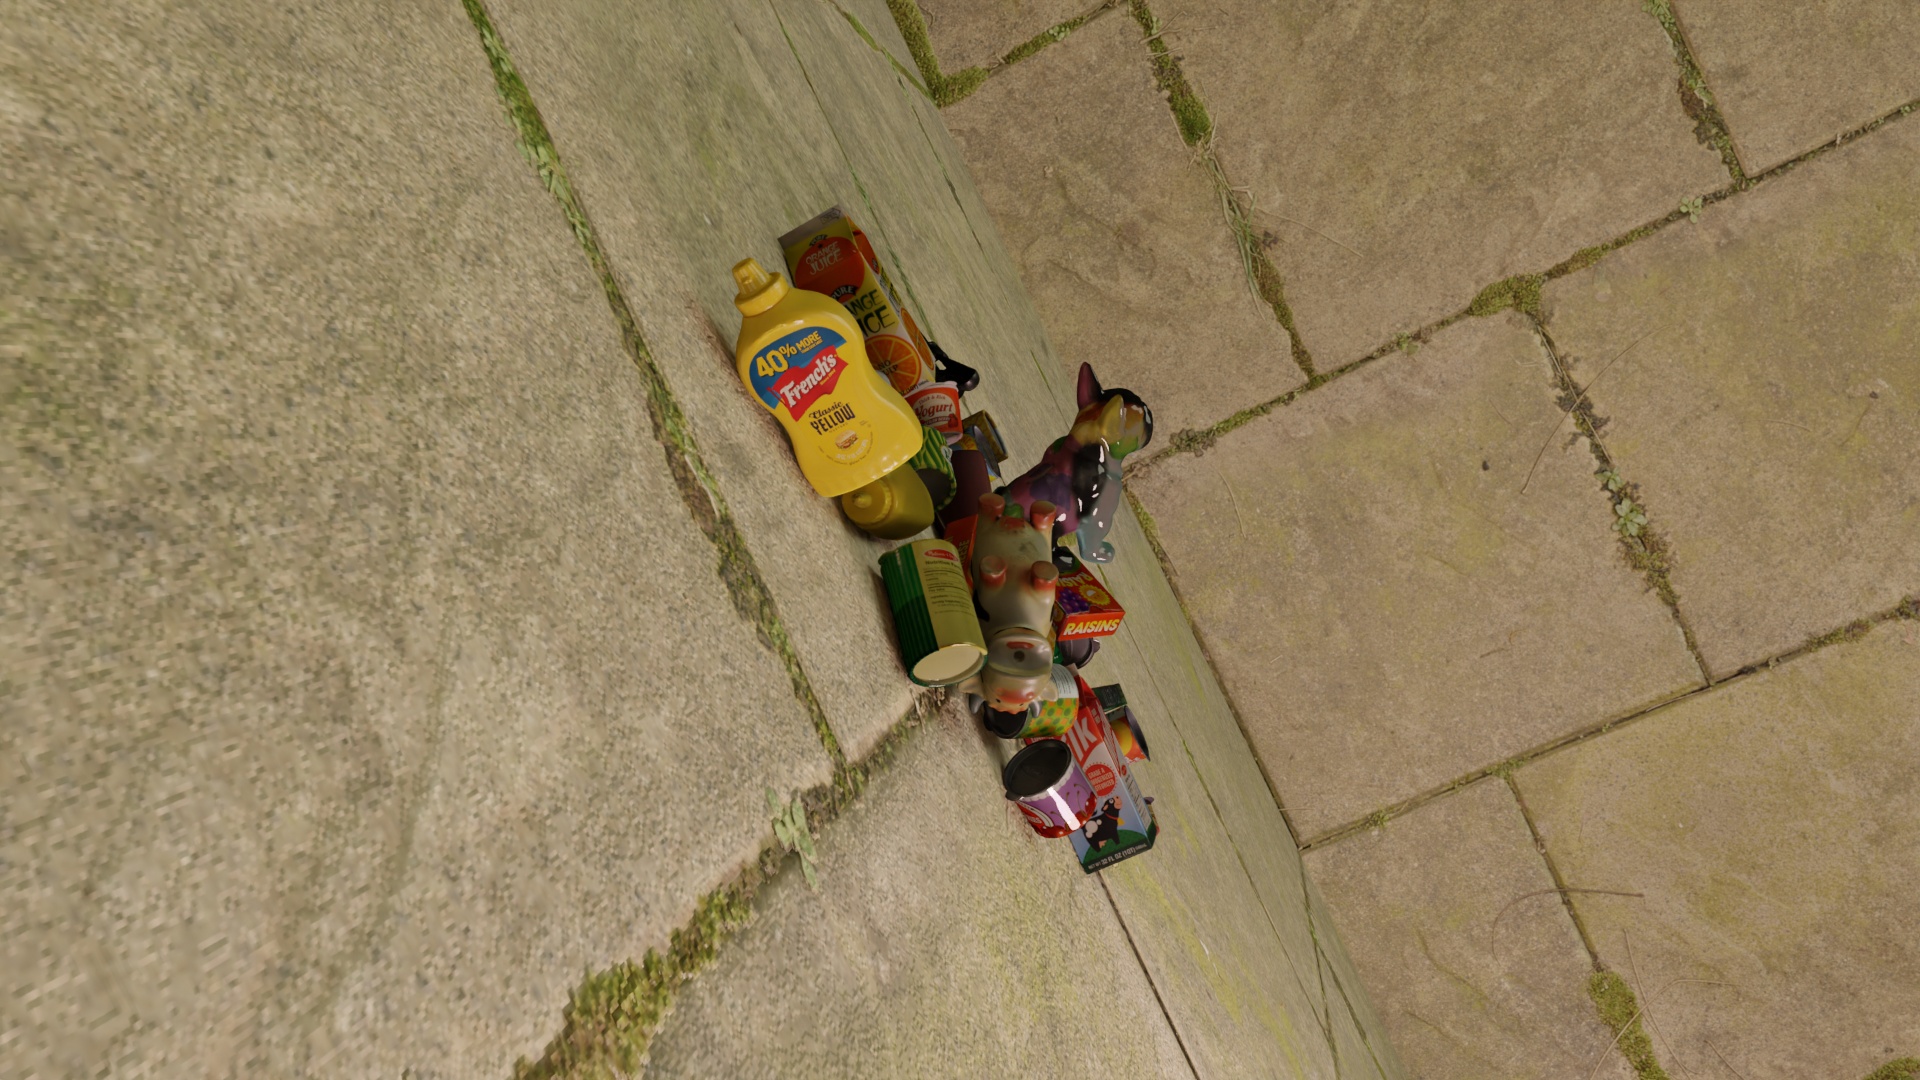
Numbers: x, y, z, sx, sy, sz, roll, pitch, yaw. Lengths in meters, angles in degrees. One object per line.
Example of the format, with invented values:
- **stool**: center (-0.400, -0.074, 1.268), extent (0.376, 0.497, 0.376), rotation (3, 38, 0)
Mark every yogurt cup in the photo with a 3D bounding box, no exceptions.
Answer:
- **yogurt cup**: center (-0.030, -0.130, 1.469), extent (0.072, 0.072, 0.054), rotation (26, 48, -71)

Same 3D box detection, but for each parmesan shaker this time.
- **parmesan shaker**: center (-0.024, 0.059, 1.116), extent (0.071, 0.071, 0.103), rotation (48, 21, -53)

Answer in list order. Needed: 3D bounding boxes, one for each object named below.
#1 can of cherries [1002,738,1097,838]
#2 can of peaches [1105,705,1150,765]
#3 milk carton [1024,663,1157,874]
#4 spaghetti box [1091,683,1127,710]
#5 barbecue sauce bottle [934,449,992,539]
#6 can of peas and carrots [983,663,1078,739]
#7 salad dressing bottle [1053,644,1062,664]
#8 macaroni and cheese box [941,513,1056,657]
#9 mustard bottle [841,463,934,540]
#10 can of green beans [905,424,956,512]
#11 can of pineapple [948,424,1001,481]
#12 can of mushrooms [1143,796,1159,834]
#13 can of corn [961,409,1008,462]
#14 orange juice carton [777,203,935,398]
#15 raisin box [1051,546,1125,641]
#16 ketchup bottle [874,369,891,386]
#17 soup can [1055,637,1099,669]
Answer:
- **can of cherries**: center (0.077, 0.219, 1.216), extent (0.058, 0.071, 0.072), rotation (59, 13, -29)
- **can of peaches**: center (0.181, 0.236, 1.619), extent (0.071, 0.058, 0.071), rotation (60, 13, -22)
- **milk carton**: center (0.120, 0.221, 1.368), extent (0.190, 0.072, 0.073), rotation (66, 12, 4)
- **spaghetti box**: center (0.147, 0.188, 1.592), extent (0.029, 0.050, 0.250), rotation (68, 13, 10)
- **barbecue sauce bottle**: center (0.005, -0.018, 1.398), extent (0.043, 0.065, 0.149), rotation (81, -1, -65)
- **can of peas and carrots**: center (0.061, 0.144, 1.231), extent (0.059, 0.070, 0.071), rotation (3, 54, -35)
- **salad dressing bottle**: center (0.063, 0.072, 1.488), extent (0.147, 0.044, 0.064), rotation (64, 28, -13)
- **macaroni and cheese box**: center (0.030, 0.077, 1.300), extent (0.166, 0.040, 0.124), rotation (56, 29, -31)
- **mustard bottle**: center (-0.066, -0.034, 1.160), extent (0.065, 0.049, 0.160), rotation (65, 13, 7)
- **can of green beans**: center (-0.040, -0.064, 1.285), extent (0.071, 0.071, 0.058), rotation (53, 17, -43)
- **can of pineapple**: center (0.004, -0.087, 1.531), extent (0.071, 0.058, 0.071), rotation (59, 13, -22)
- **can of mushrooms**: center (0.173, 0.294, 1.439), extent (0.071, 0.071, 0.033), rotation (48, 22, -53)
- **can of corn**: center (0.016, -0.114, 1.632), extent (0.071, 0.058, 0.071), rotation (59, 13, -22)
- **orange juice carton**: center (-0.100, -0.228, 1.353), extent (0.192, 0.072, 0.073), rotation (59, 13, -24)
- **raisin box**: center (0.115, 0.058, 1.564), extent (0.086, 0.040, 0.124), rotation (-2, 37, -36)
- **ketchup bottle**: center (-0.079, -0.118, 1.263), extent (0.065, 0.043, 0.149), rotation (17, 21, -12)
- **soup can**: center (0.119, 0.101, 1.602), extent (0.071, 0.071, 0.084), rotation (57, 14, -30)
